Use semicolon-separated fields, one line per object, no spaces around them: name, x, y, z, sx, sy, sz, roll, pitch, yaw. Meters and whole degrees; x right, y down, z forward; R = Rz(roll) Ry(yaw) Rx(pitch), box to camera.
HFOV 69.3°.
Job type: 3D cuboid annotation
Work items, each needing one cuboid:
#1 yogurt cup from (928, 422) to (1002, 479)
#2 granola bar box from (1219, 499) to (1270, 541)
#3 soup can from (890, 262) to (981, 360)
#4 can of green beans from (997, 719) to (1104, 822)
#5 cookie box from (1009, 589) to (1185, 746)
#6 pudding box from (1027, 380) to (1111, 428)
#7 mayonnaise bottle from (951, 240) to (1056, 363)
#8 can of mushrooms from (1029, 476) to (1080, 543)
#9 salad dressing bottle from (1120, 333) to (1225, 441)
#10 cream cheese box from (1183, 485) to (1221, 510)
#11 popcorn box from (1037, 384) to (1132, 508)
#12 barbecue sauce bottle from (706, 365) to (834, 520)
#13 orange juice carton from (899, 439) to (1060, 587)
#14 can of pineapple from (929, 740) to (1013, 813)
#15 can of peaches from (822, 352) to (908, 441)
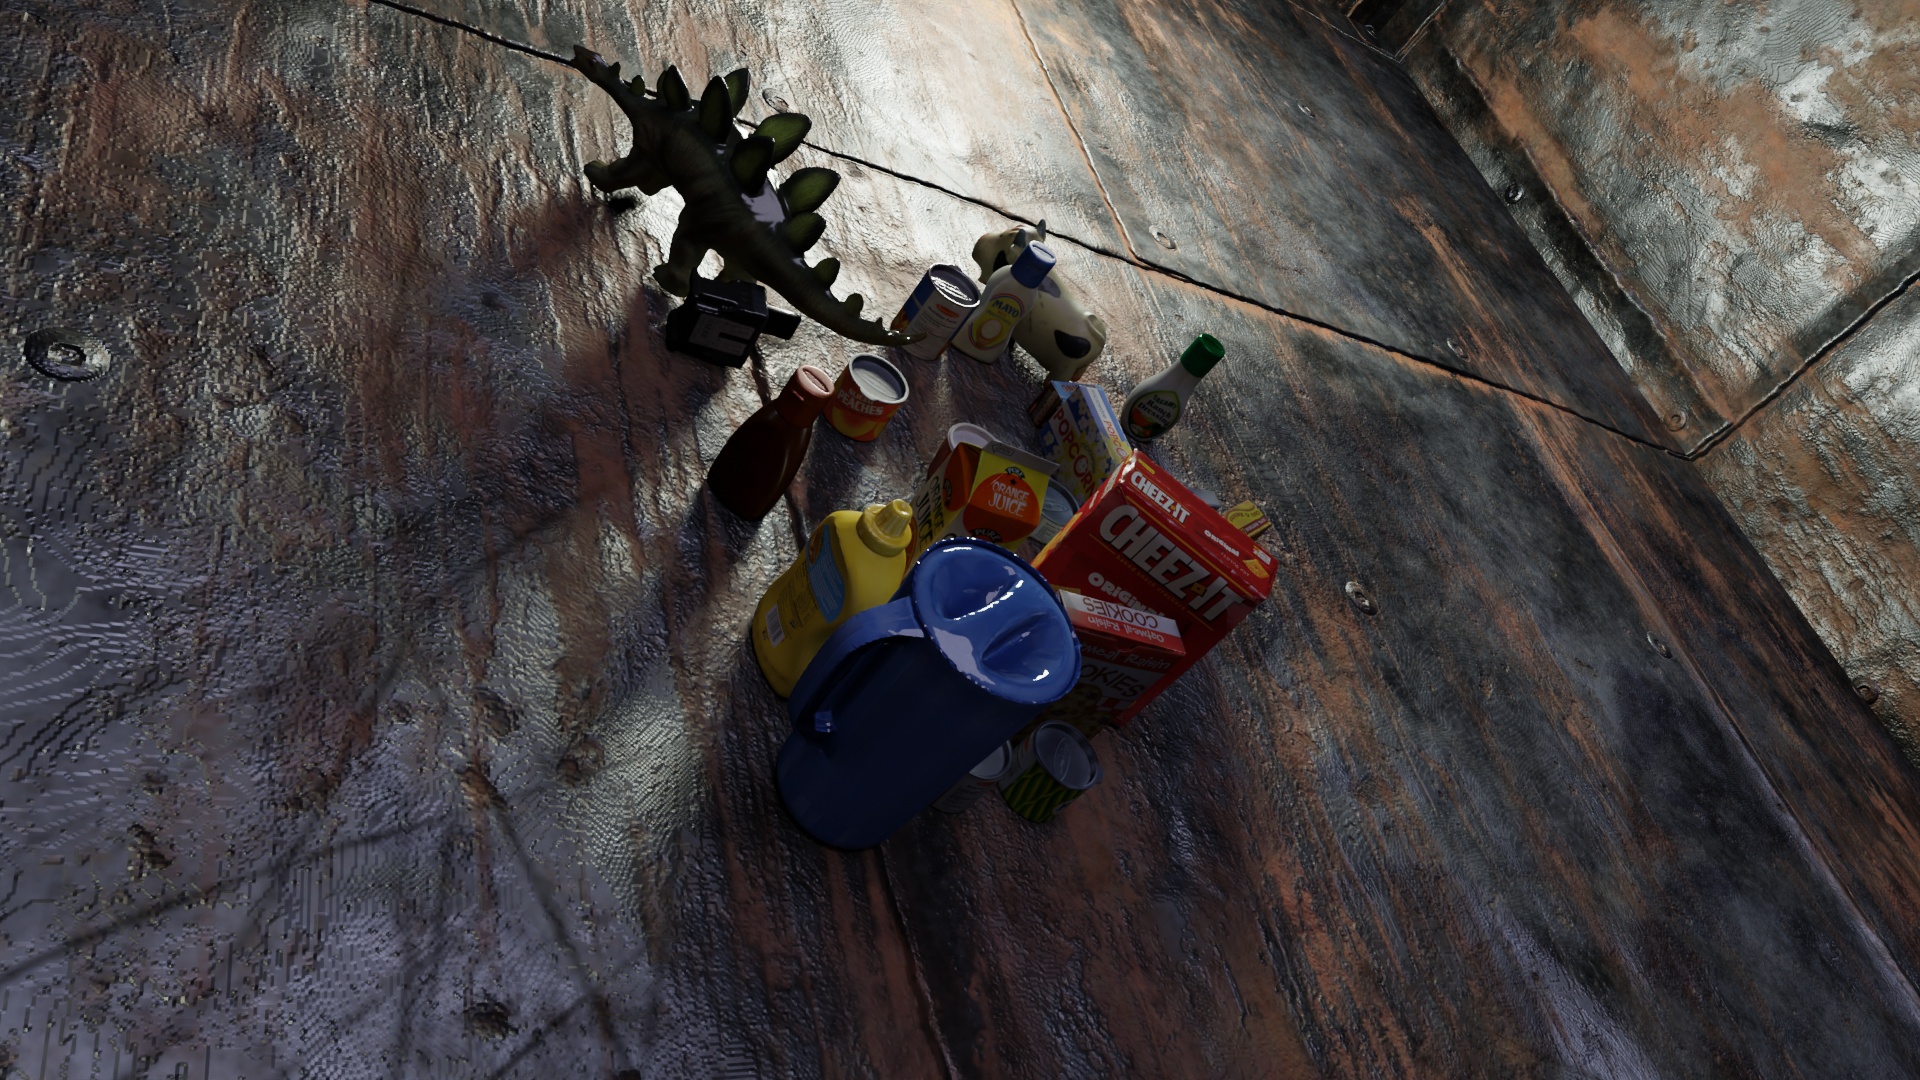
yogurt cup;0.004;-0.074;1.368;0.072;0.053;0.073;24;40;-22
granola bar box;0.229;0.028;1.401;0.039;0.123;0.166;51;38;13
soup can;-0.027;-0.246;1.490;0.071;0.083;0.072;24;40;-22
can of green beans;0.072;0.192;1.156;0.071;0.057;0.071;24;40;-22
cookie box;0.088;0.115;1.156;0.123;0.166;0.040;15;44;-30
pudding box;0.122;-0.150;1.550;0.084;0.049;0.030;-2;54;-42
mayonnaise bottle;0.049;-0.262;1.518;0.065;0.147;0.041;26;39;-19
can of mushrooms;0.087;-0.032;1.414;0.071;0.033;0.071;23;40;-22
salad dressing bottle;0.245;-0.177;1.602;0.064;0.147;0.044;32;38;-11
cream cheese box;0.231;-0.036;1.527;0.104;0.053;0.024;8;48;-36
popcorn box;0.136;-0.090;1.473;0.038;0.084;0.127;8;48;-36
barbecue sauce bottle;-0.156;-0.084;1.162;0.065;0.147;0.044;44;37;4
orange juice carton;0.004;-0.015;1.194;0.072;0.191;0.073;19;42;-27
can of pineapple;-0.001;0.174;1.111;0.071;0.057;0.071;24;40;-22
can of peaches;-0.093;-0.137;1.344;0.071;0.057;0.071;24;40;-22
